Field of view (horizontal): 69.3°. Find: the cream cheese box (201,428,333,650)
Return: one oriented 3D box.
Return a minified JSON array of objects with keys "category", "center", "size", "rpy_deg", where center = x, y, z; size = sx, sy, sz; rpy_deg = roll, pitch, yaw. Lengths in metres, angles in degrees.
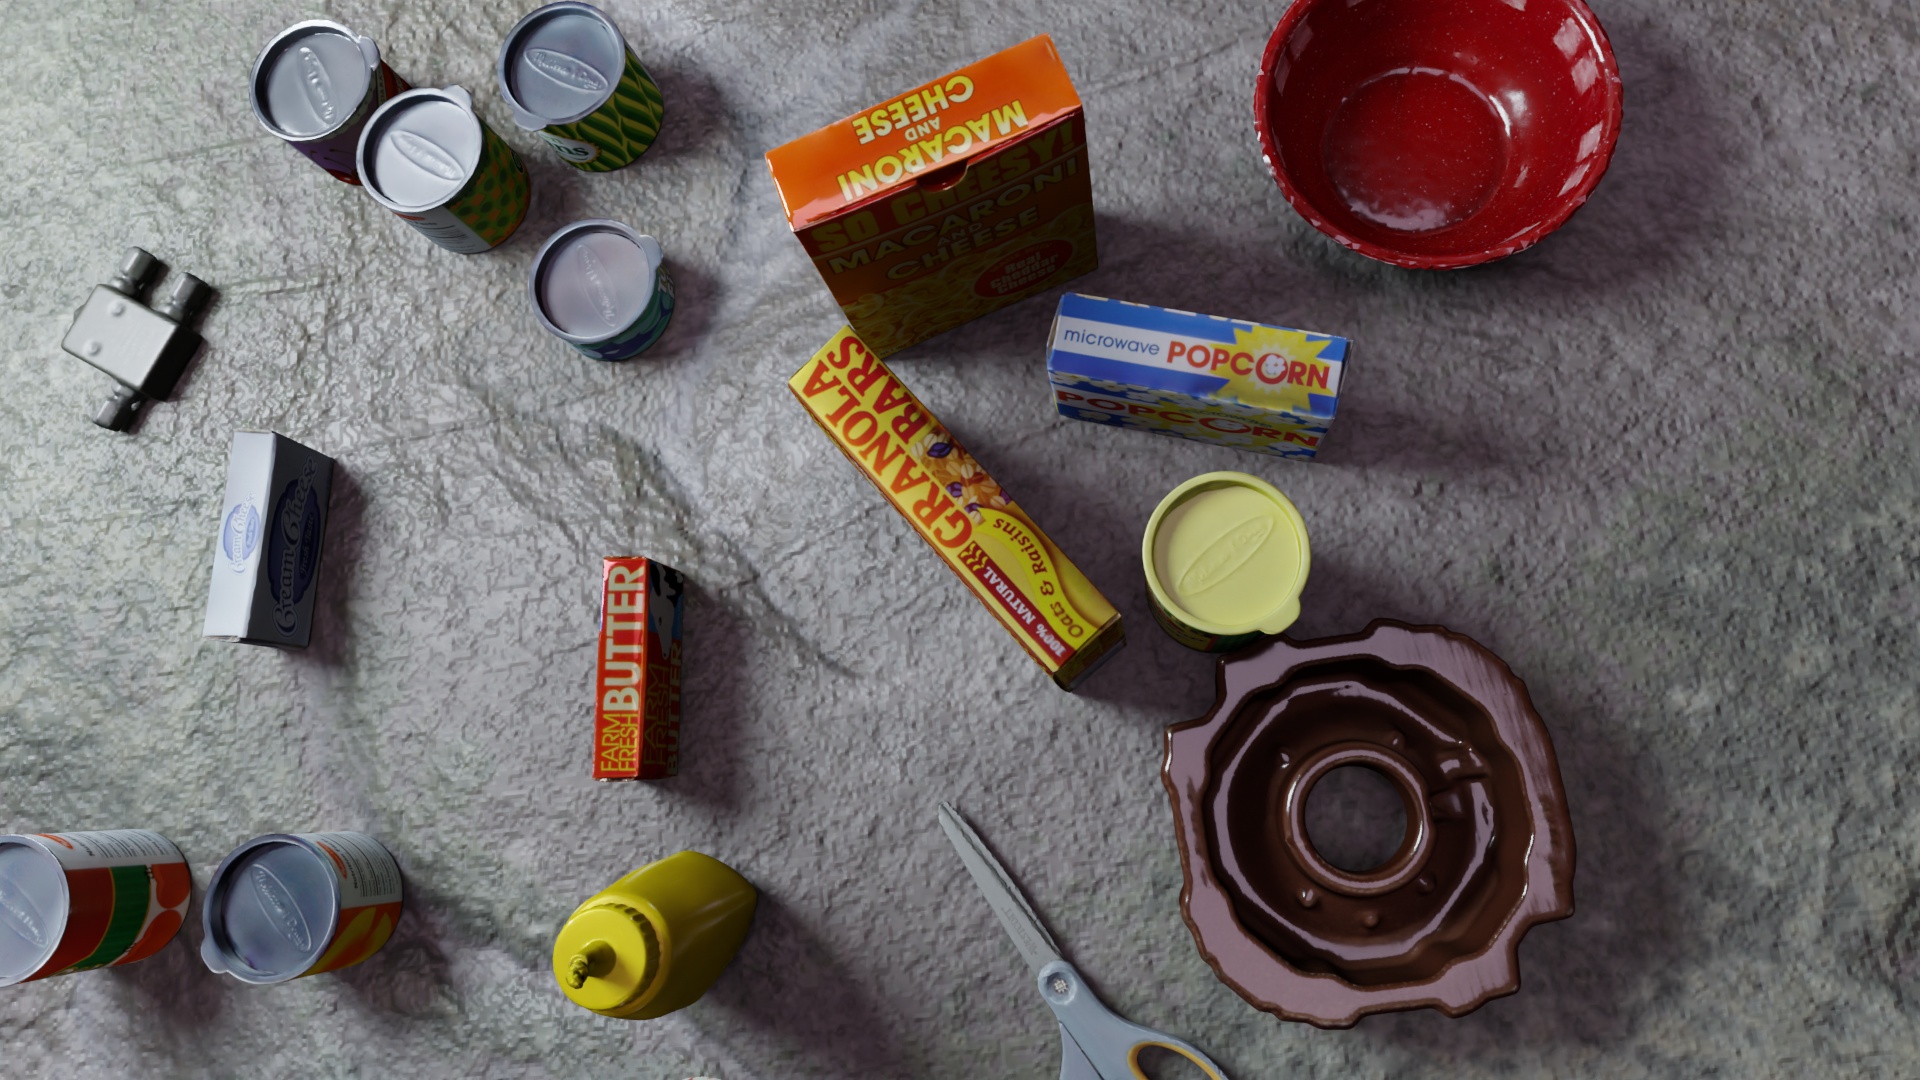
[{"category":"cream cheese box","center":[-0.342,0.001,0.689],"size":[0.024,0.053,0.104],"rpy_deg":[2,80,8]}]

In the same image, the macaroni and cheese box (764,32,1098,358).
[{"category":"macaroni and cheese box","center":[-0.004,-0.143,0.615],"size":[0.124,0.166,0.040],"rpy_deg":[-23,78,3]}]

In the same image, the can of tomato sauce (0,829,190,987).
[{"category":"can of tomato sauce","center":[-0.419,0.172,0.653],"size":[0.071,0.083,0.071],"rpy_deg":[-1,80,7]}]

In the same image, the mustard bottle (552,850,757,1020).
[{"category":"mustard bottle","center":[-0.130,0.166,0.577],"size":[0.049,0.160,0.065],"rpy_deg":[28,85,11]}]

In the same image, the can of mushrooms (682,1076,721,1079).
[{"category":"can of mushrooms","center":[-0.118,0.276,0.620],"size":[0.071,0.033,0.071],"rpy_deg":[-1,80,7]}]

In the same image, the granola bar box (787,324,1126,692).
[{"category":"granola bar box","center":[0.002,-0.008,0.611],"size":[0.039,0.124,0.166],"rpy_deg":[-43,78,-1]}]

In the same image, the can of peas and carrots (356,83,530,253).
[{"category":"can of peas and carrots","center":[-0.262,-0.190,0.712],"size":[0.071,0.058,0.071],"rpy_deg":[-1,80,7]}]

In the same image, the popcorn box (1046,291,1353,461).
[{"category":"popcorn box","center":[0.105,-0.073,0.629],"size":[0.127,0.085,0.038],"rpy_deg":[11,82,9]}]

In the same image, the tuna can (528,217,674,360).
[{"category":"tuna can","center":[-0.178,-0.127,0.703],"size":[0.071,0.033,0.071],"rpy_deg":[-1,80,7]}]

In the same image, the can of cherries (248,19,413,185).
[{"category":"can of cherries","center":[-0.322,-0.228,0.727],"size":[0.071,0.058,0.071],"rpy_deg":[-1,80,7]}]

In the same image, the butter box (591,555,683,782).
[{"category":"butter box","center":[-0.151,0.061,0.654],"size":[0.024,0.053,0.103],"rpy_deg":[-1,80,7]}]

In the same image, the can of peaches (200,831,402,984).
[{"category":"can of peaches","center":[-0.308,0.172,0.651],"size":[0.071,0.058,0.071],"rpy_deg":[-1,80,7]}]

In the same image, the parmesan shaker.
[{"category":"parmesan shaker","center":[0.114,0.015,0.603],"size":[0.071,0.103,0.071],"rpy_deg":[-1,80,7]}]

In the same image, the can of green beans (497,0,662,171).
[{"category":"can of green beans","center":[-0.193,-0.231,0.711],"size":[0.071,0.057,0.071],"rpy_deg":[-1,80,7]}]
